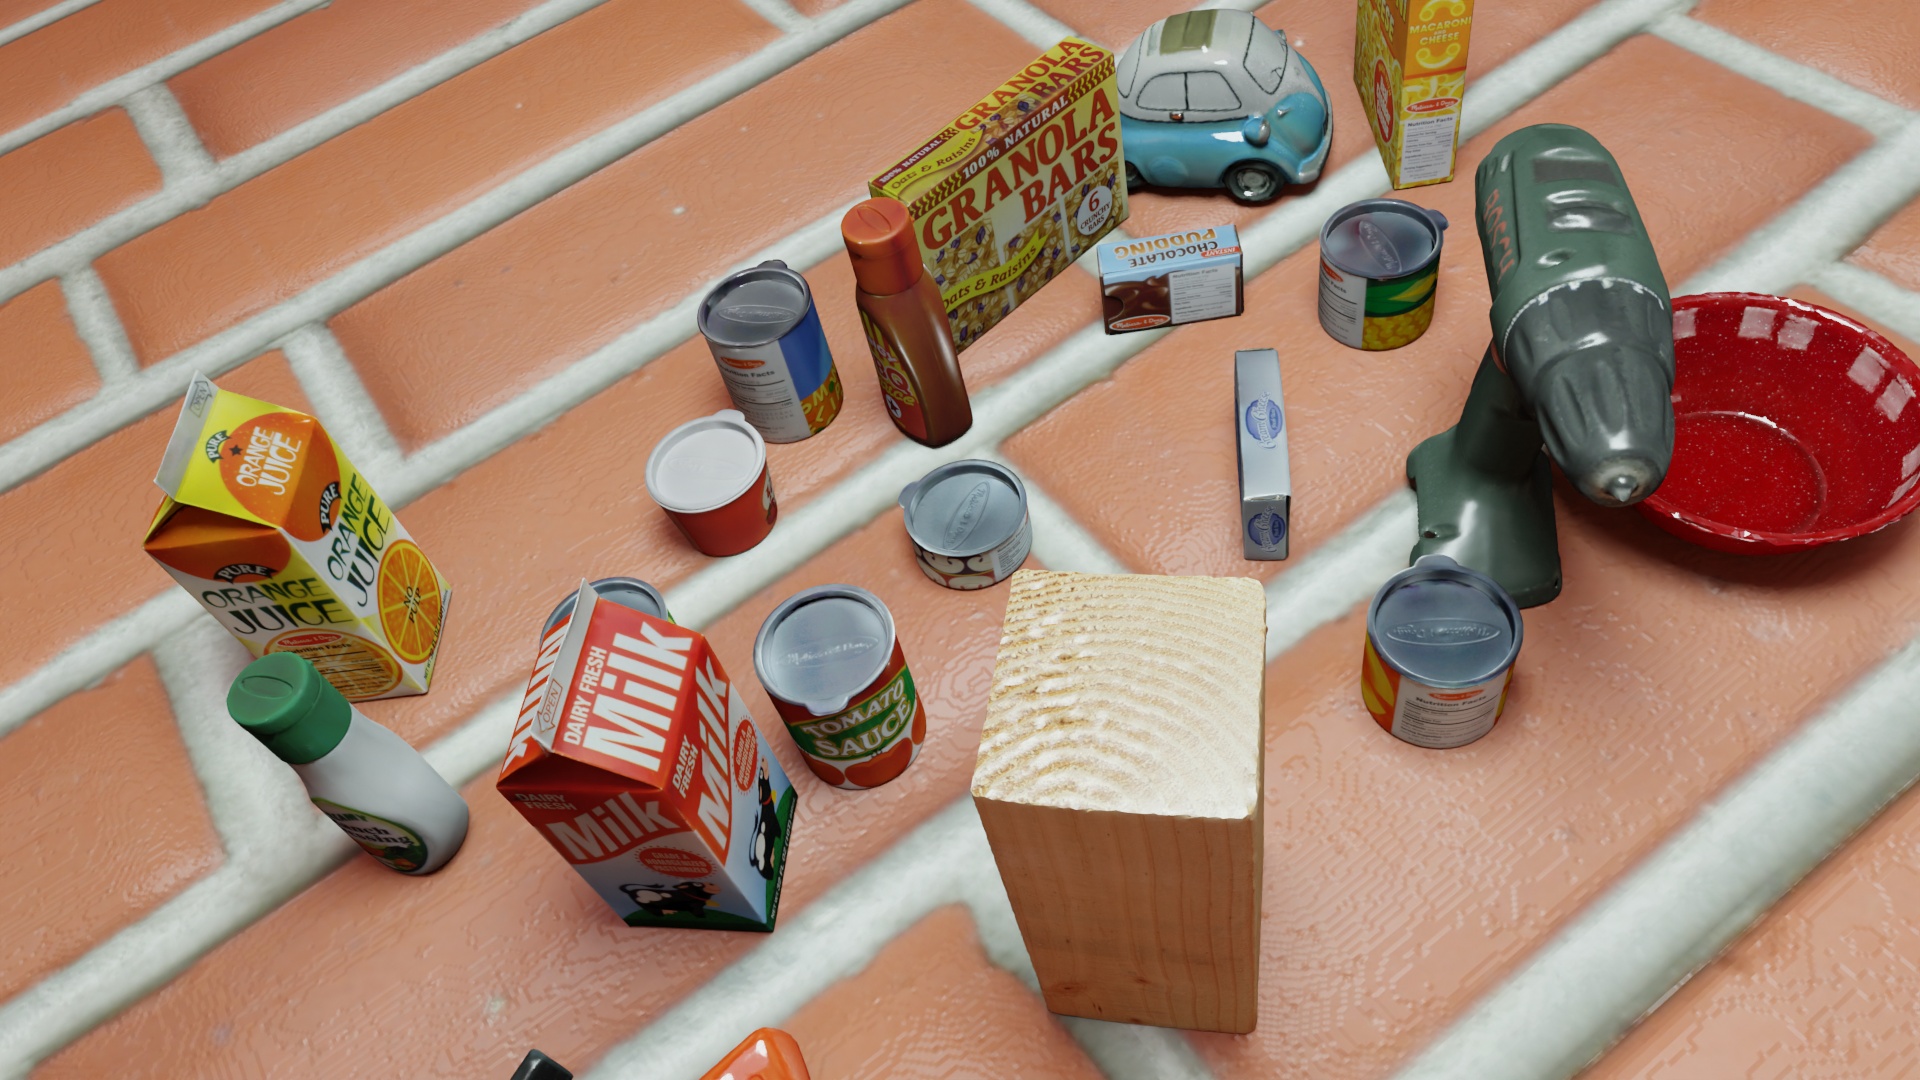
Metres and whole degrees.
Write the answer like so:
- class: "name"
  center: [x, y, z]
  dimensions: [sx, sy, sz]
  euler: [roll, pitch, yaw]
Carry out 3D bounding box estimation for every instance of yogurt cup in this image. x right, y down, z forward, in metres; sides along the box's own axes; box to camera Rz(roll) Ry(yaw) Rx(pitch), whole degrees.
- class: "yogurt cup"
  center: [-0.135, -0.028, 0.776]
  dimensions: [0.072, 0.053, 0.073]
  euler: [-6, 52, 8]

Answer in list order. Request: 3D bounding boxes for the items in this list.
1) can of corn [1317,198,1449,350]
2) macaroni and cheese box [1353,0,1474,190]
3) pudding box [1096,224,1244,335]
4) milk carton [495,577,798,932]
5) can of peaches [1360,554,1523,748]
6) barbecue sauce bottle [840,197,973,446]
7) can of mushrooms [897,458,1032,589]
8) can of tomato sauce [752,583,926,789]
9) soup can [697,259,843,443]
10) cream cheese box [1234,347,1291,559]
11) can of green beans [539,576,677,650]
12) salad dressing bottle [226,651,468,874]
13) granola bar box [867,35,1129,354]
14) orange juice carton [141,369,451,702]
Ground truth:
- class: "can of corn"
  center: [0.240, -0.151, 0.790]
  dimensions: [0.071, 0.058, 0.071]
  euler: [-6, 52, 8]
- class: "macaroni and cheese box"
  center: [0.274, -0.320, 0.845]
  dimensions: [0.040, 0.165, 0.124]
  euler: [-8, 52, 6]
- class: "pudding box"
  center: [0.124, -0.154, 0.822]
  dimensions: [0.084, 0.049, 0.030]
  euler: [-8, 52, 6]
- class: "milk carton"
  center: [-0.133, 0.098, 0.590]
  dimensions: [0.073, 0.189, 0.073]
  euler: [-1, 53, 11]
- class: "can of peaches"
  center: [0.219, 0.051, 0.636]
  dimensions: [0.071, 0.057, 0.071]
  euler: [-6, 52, 8]
- class: "barbecue sauce bottle"
  center: [-0.031, -0.120, 0.765]
  dimensions: [0.044, 0.147, 0.065]
  euler: [-34, 53, -14]
- class: "can of mushrooms"
  center: [0.003, -0.009, 0.745]
  dimensions: [0.071, 0.033, 0.071]
  euler: [-6, 52, 8]
- class: "can of tomato sauce"
  center: [-0.055, 0.073, 0.662]
  dimensions: [0.071, 0.082, 0.071]
  euler: [-6, 52, 8]
- class: "soup can"
  center: [-0.109, -0.110, 0.815]
  dimensions: [0.071, 0.083, 0.072]
  euler: [-6, 52, 8]
- class: "cream cheese box"
  center: [0.158, -0.046, 0.728]
  dimensions: [0.024, 0.053, 0.104]
  euler: [-3, 52, 10]
- class: "can of green beans"
  center: [-0.173, 0.062, 0.712]
  dimensions: [0.071, 0.057, 0.071]
  euler: [-6, 52, 8]
- class: "salad dressing bottle"
  center: [-0.281, 0.105, 0.644]
  dimensions: [0.064, 0.147, 0.044]
  euler: [8, 55, 18]
- class: "granola bar box"
  center: [0.028, -0.205, 0.834]
  dimensions: [0.166, 0.123, 0.039]
  euler: [-41, 55, -19]
- class: "orange juice carton"
  center: [-0.341, 0.004, 0.706]
  dimensions: [0.073, 0.191, 0.072]
  euler: [-8, 52, 6]
